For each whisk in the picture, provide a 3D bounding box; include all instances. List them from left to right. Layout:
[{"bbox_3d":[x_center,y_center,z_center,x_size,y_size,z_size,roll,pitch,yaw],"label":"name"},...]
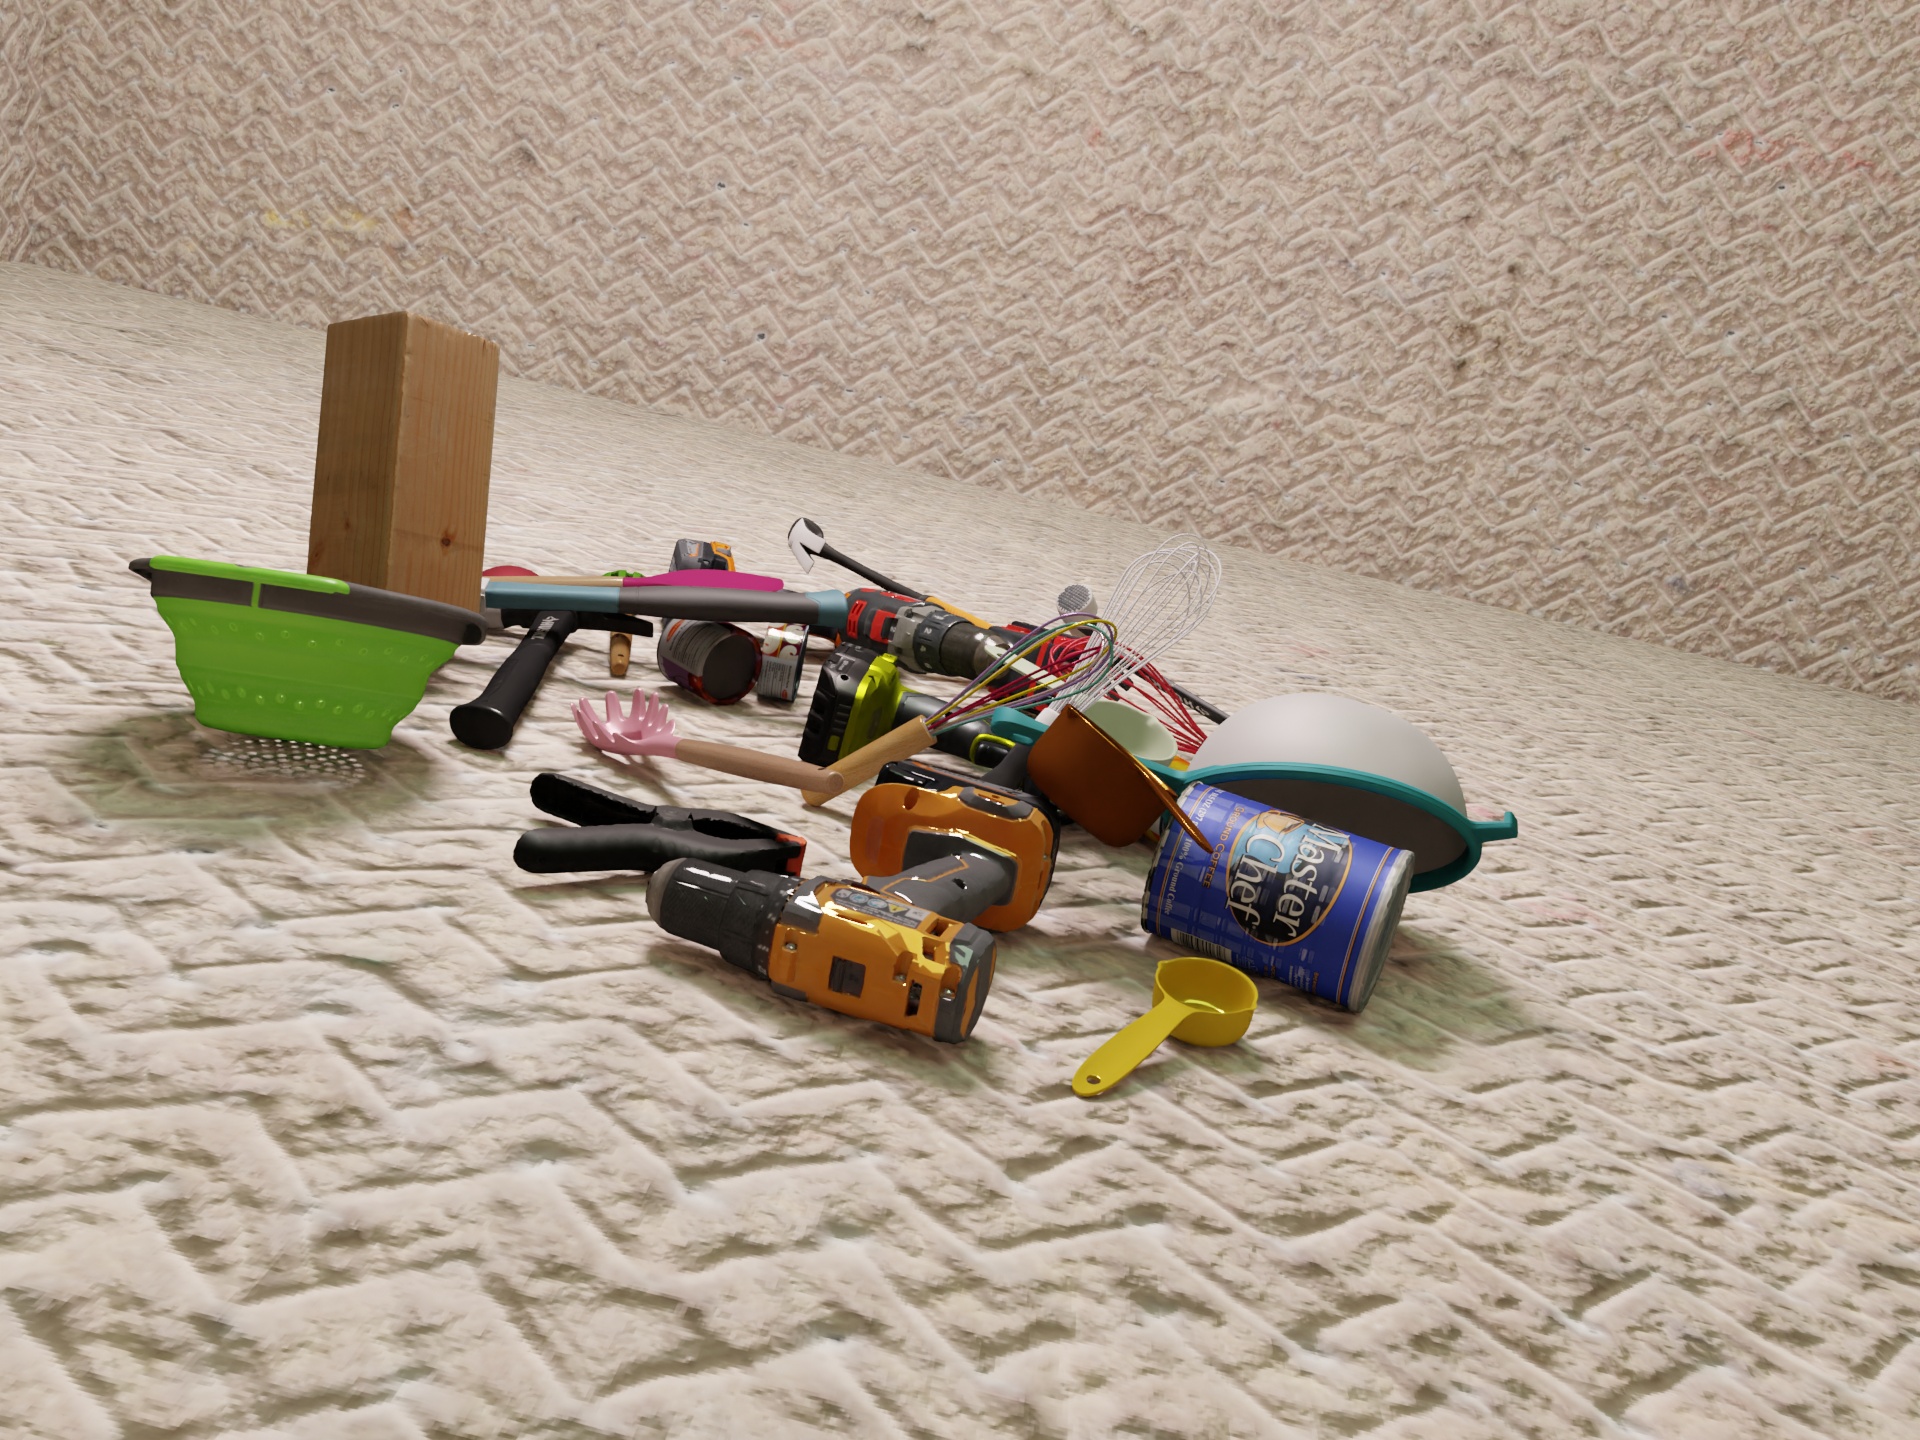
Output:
[{"bbox_3d":[-0.001,-0.002,1.079,0.245,0.051,0.047,-29,-5,12],"label":"whisk"},{"bbox_3d":[0.083,-0.020,1.105,0.070,0.284,0.070,39,-12,10],"label":"whisk"},{"bbox_3d":[0.184,0.014,1.277,0.295,0.073,0.073,29,6,-27],"label":"whisk"}]

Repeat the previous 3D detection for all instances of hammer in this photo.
[{"bbox_3d":[-0.322,-0.046,1.210,0.146,0.035,0.335,1,18,-5],"label":"hammer"},{"bbox_3d":[-0.255,-0.095,1.256,0.331,0.033,0.128,2,20,-8],"label":"hammer"},{"bbox_3d":[-0.008,-0.098,1.514,0.336,0.034,0.127,26,10,-18],"label":"hammer"},{"bbox_3d":[0.249,0.013,1.406,0.409,0.036,0.149,35,-15,36],"label":"hammer"}]

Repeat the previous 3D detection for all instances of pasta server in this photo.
[{"bbox_3d":[-0.166,0.014,1.021,0.060,0.040,0.316,-15,14,-35],"label":"pasta server"}]

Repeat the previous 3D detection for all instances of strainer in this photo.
[{"bbox_3d":[0.189,0.021,1.076,0.340,0.095,0.211,18,-23,-8],"label":"strainer"}]

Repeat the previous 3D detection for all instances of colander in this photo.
[{"bbox_3d":[-0.404,-0.031,1.049,0.204,0.094,0.397,8,-3,-3],"label":"colander"}]

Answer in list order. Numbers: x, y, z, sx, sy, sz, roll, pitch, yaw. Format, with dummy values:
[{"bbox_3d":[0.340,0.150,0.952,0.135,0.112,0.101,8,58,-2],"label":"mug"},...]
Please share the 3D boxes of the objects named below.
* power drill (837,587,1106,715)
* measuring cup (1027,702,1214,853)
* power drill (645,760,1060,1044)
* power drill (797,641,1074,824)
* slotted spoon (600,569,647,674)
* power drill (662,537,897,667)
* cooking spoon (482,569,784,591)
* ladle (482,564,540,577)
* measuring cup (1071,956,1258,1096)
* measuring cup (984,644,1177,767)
[{"bbox_3d":[0.027,-0.055,1.374,0.226,0.080,0.188,14,4,-44],"label":"power drill"},{"bbox_3d":[0.094,0.052,0.927,0.095,0.052,0.174,38,8,-27],"label":"measuring cup"},{"bbox_3d":[-0.051,0.092,0.889,0.185,0.084,0.226,15,19,14],"label":"power drill"},{"bbox_3d":[-0.002,0.016,1.208,0.223,0.080,0.171,17,14,1],"label":"power drill"},{"bbox_3d":[-0.305,-0.093,1.443,0.070,0.031,0.314,8,17,-13],"label":"slotted spoon"},{"bbox_3d":[-0.159,-0.098,1.486,0.226,0.084,0.164,13,14,-16],"label":"power drill"},{"bbox_3d":[-0.308,-0.112,1.328,0.319,0.017,0.069,-1,20,-8],"label":"cooking spoon"},{"bbox_3d":[-0.445,-0.101,1.356,0.069,0.031,0.315,16,17,13],"label":"ladle"},{"bbox_3d":[0.104,0.171,0.843,0.062,0.029,0.156,22,29,32],"label":"measuring cup"},{"bbox_3d":[0.080,-0.002,1.168,0.168,0.038,0.083,32,28,22],"label":"measuring cup"}]
